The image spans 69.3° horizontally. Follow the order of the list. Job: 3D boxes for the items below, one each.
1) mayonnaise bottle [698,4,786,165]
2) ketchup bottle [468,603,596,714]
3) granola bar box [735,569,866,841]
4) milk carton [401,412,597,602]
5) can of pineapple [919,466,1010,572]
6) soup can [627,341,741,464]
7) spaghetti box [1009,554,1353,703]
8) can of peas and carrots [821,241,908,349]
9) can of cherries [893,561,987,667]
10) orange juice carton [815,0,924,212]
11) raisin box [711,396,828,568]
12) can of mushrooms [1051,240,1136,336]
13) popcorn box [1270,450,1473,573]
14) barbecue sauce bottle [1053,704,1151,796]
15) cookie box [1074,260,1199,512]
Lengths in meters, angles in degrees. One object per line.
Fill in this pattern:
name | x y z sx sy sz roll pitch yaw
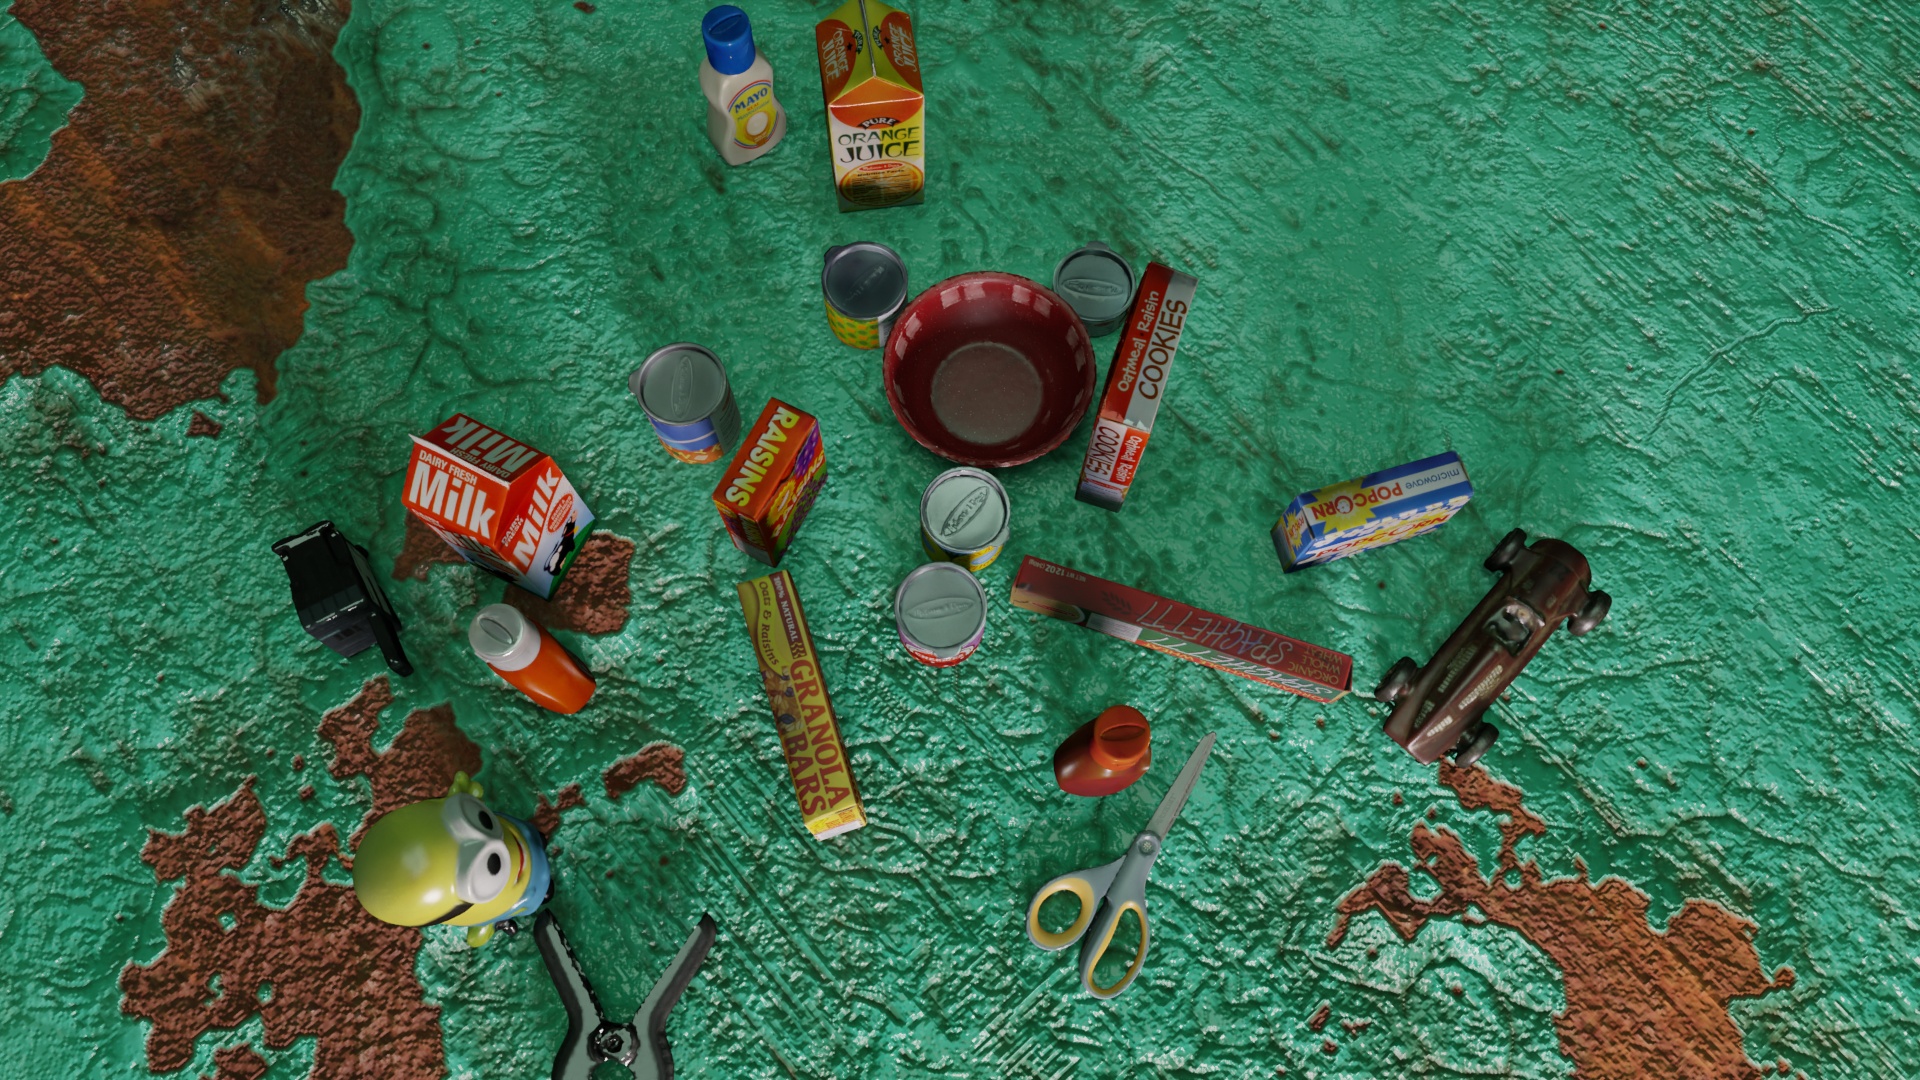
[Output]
mayonnaise bottle | -0.174 -0.356 1.087 0.065 0.147 0.041 -35 77 -11
ketchup bottle | -0.294 0.079 0.944 0.065 0.148 0.043 34 75 9
granola bar box | -0.107 0.115 0.950 0.039 0.124 0.166 -17 74 -6
milk carton | -0.317 -0.025 0.955 0.072 0.190 0.073 25 74 6
can of pineapple | 0.004 -0.013 1.028 0.071 0.057 0.071 0 72 -1
soup can | -0.205 -0.102 1.038 0.071 0.083 0.071 0 73 -1
spaghetti box | 0.159 0.066 1.011 0.250 0.050 0.029 17 73 4
can of peas and carrots | -0.076 -0.192 1.084 0.071 0.058 0.071 0 72 -1
can of cherries | -0.015 0.057 1.005 0.071 0.058 0.071 0 72 -1
orange juice carton | -0.068 -0.333 1.059 0.073 0.192 0.072 -8 73 -4
raisin box | -0.134 -0.039 0.999 0.040 0.123 0.086 27 74 7
can of mushrooms | 0.105 -0.199 1.104 0.071 0.033 0.071 0 72 -1
popcorn box | 0.301 -0.020 1.024 0.127 0.085 0.038 -16 74 -6
barbecue sauce bottle | 0.100 0.142 0.934 0.065 0.148 0.044 -8 73 -4
cookie box | 0.123 -0.106 1.004 0.040 0.167 0.123 18 73 4
